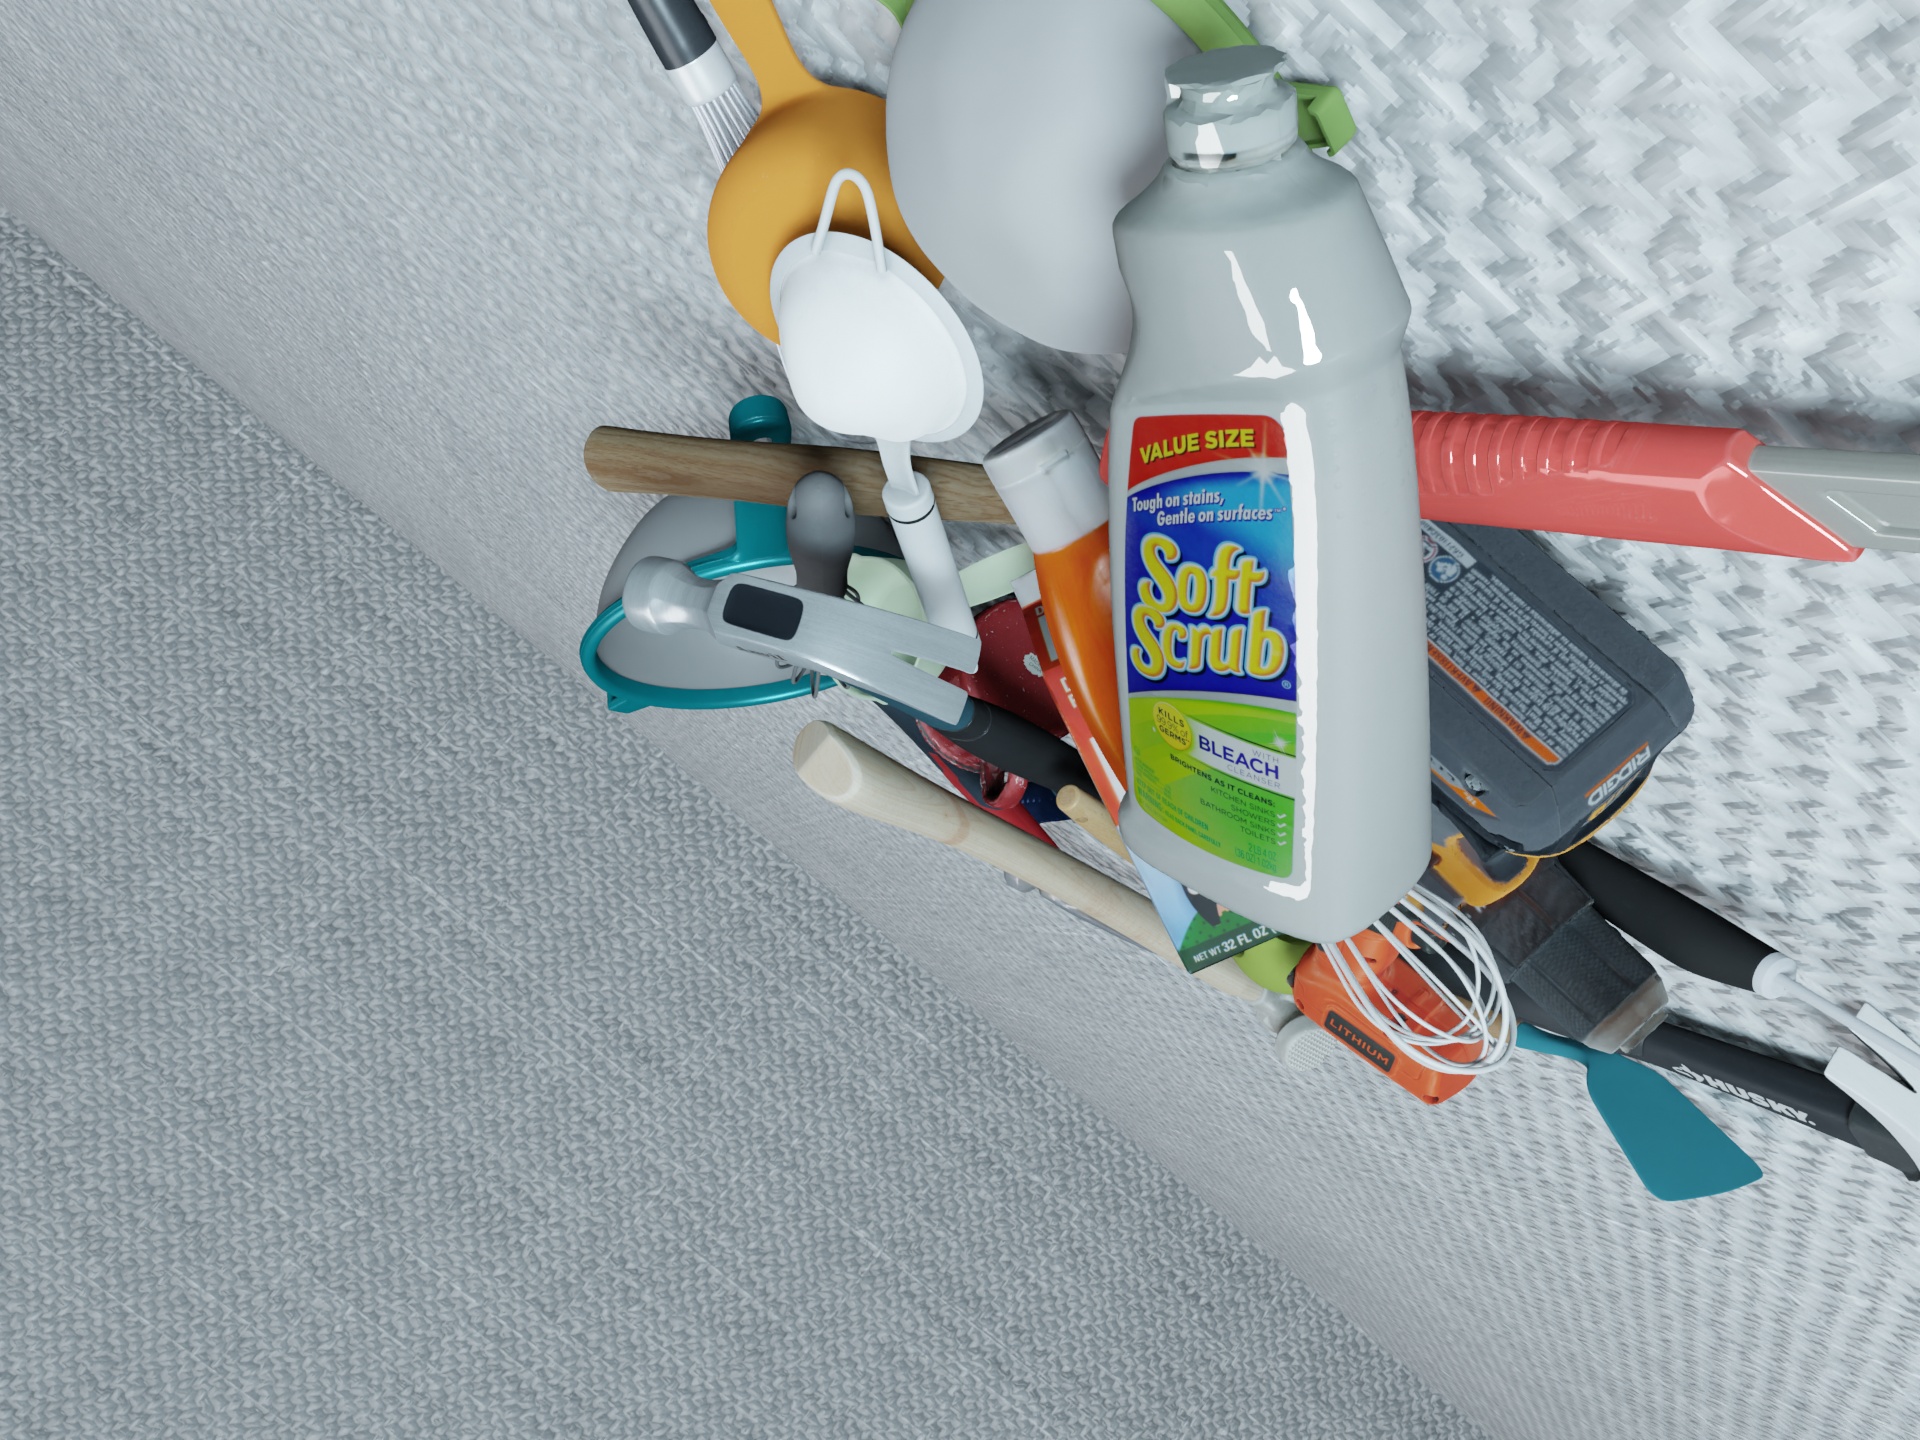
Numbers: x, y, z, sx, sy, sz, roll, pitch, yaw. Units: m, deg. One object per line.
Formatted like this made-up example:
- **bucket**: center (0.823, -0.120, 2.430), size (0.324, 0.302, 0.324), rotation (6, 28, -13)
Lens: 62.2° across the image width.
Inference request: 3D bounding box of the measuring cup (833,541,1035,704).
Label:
- **measuring cup**: center (-0.003, -0.062, 0.824), size (0.167, 0.083, 0.038), rotation (-19, 171, 36)

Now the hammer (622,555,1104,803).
- **hammer**: center (-0.001, -0.002, 0.717), size (0.128, 0.033, 0.330), rotation (14, 173, 30)

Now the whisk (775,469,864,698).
- **whisk**: center (-0.062, -0.057, 0.702), size (0.055, 0.055, 0.239), rotation (38, 167, 4)

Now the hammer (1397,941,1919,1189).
- **hammer**: center (0.326, 0.150, 0.779), size (0.146, 0.035, 0.335), rotation (46, 165, -29)

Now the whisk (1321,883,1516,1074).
- **whisk**: center (0.119, 0.037, 0.612), size (0.247, 0.059, 0.057), rotation (50, 141, 29)

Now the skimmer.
- **skimmer**: center (0.354, 0.097, 0.549), size (0.127, 0.090, 0.364), rotation (39, 180, -39)

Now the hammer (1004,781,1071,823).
- **hammer**: center (0.092, 0.043, 1.032), size (0.144, 0.035, 0.405), rotation (40, 166, -8)

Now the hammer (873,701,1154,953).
- **hammer**: center (0.026, 0.049, 1.036), size (0.143, 0.038, 0.385), rotation (23, 164, 35)

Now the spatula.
- **spatula**: center (0.301, 0.183, 0.918), size (0.082, 0.044, 0.318), rotation (-2, -168, -29)

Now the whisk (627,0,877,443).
- **whisk**: center (-0.083, -0.220, 0.611), size (0.070, 0.070, 0.284), rotation (24, 154, 47)

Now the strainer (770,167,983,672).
- **strainer**: center (-0.021, -0.087, 0.594), size (0.087, 0.050, 0.258), rotation (23, 156, 24)

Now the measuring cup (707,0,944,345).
- **measuring cup**: center (-0.064, -0.203, 0.545), size (0.095, 0.052, 0.173), rotation (-12, 129, 25)

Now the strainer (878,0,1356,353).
- **strainer**: center (-0.015, -0.193, 0.481), size (0.256, 0.069, 0.151), rotation (37, 166, 2)

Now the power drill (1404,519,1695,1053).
- **power drill**: center (0.196, 0.031, 0.584), size (0.185, 0.084, 0.226), rotation (48, 173, 23)

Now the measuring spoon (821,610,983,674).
- **measuring spoon**: center (-0.032, -0.047, 0.966), size (0.124, 0.018, 0.034), rotation (-12, 162, 19)

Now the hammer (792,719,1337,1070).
- **hammer**: center (0.065, 0.092, 0.953), size (0.410, 0.038, 0.146), rotation (30, -163, -34)

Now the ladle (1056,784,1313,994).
- **ladle**: center (0.135, 0.086, 0.858), size (0.078, 0.062, 0.319), rotation (-15, 150, 29)

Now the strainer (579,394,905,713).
- **strainer**: center (-0.118, -0.111, 0.887), size (0.340, 0.211, 0.095), rotation (106, 152, -67)

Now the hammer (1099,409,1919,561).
- **hammer**: center (0.183, -0.056, 0.418), size (0.359, 0.037, 0.149), rotation (15, 153, 46)

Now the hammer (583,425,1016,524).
- **hammer**: center (-0.017, -0.096, 0.665), size (0.331, 0.031, 0.129), rotation (9, 160, 26)
